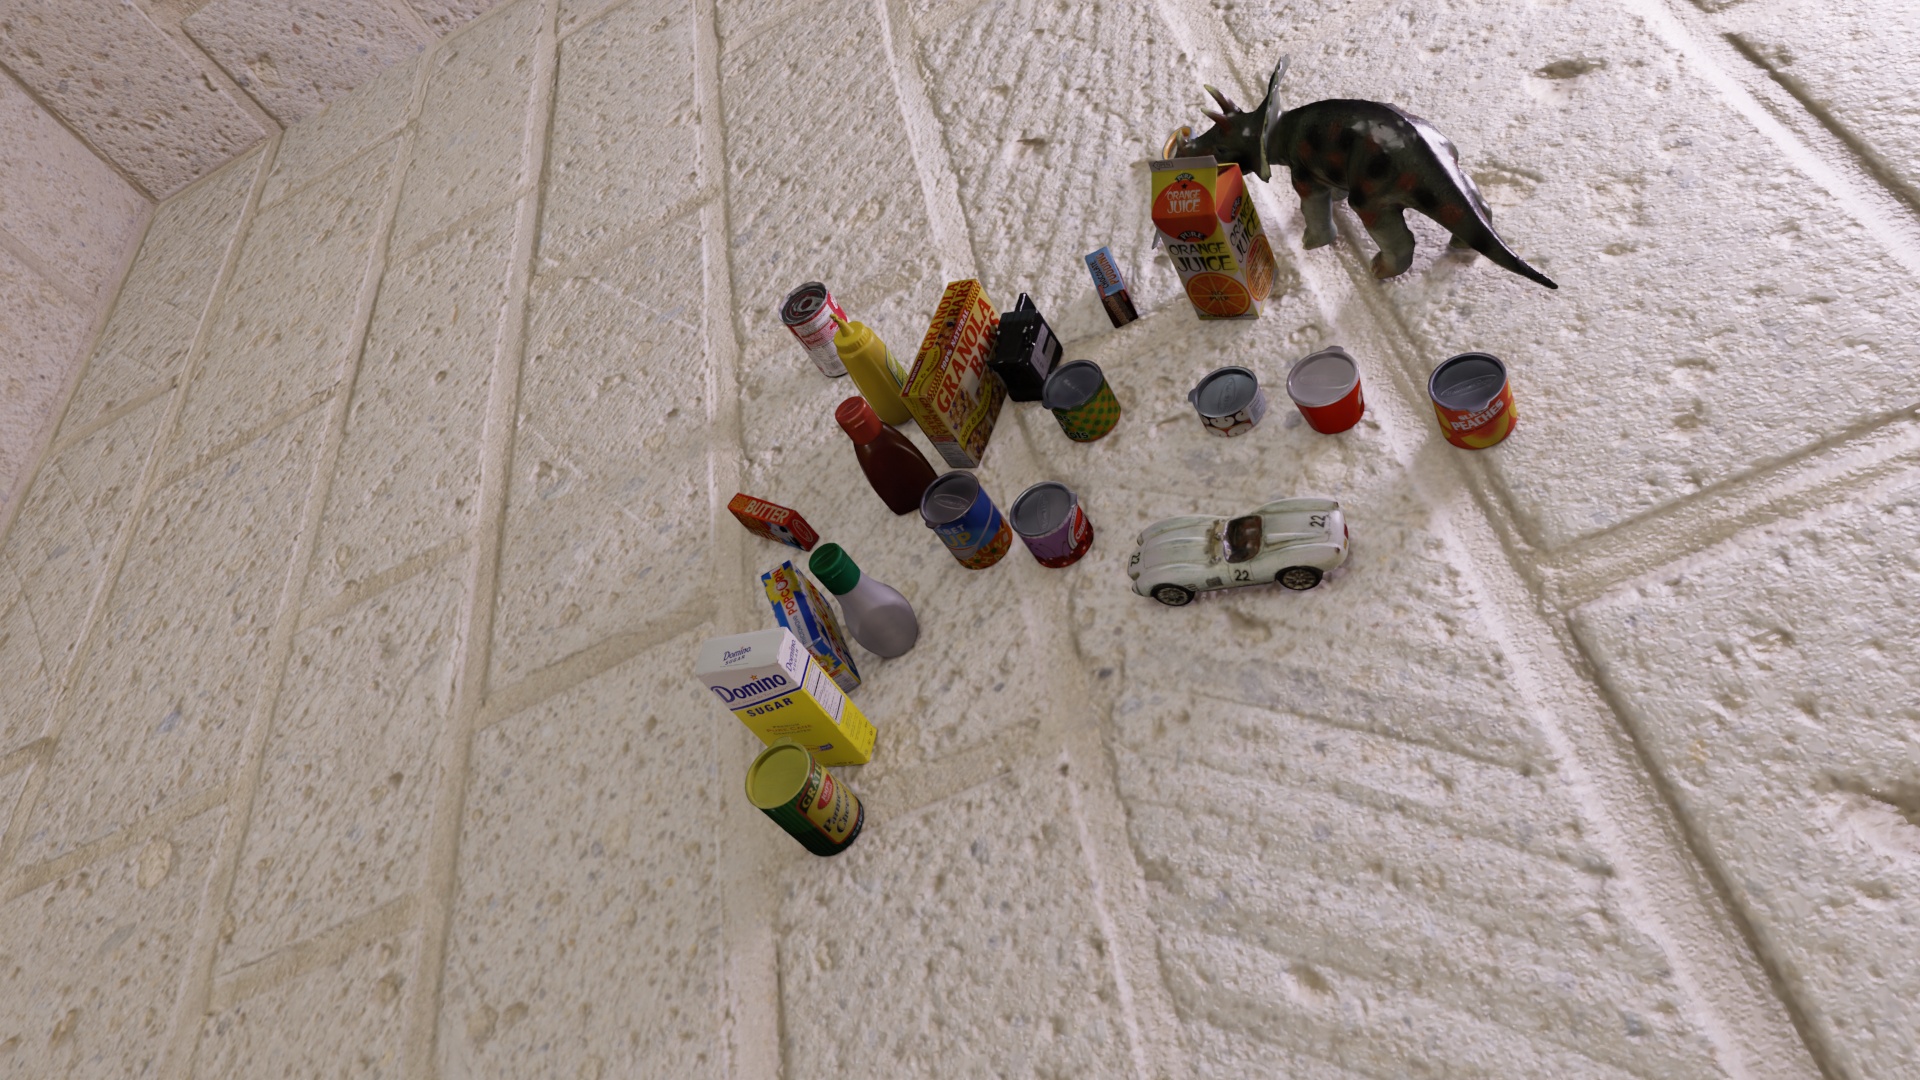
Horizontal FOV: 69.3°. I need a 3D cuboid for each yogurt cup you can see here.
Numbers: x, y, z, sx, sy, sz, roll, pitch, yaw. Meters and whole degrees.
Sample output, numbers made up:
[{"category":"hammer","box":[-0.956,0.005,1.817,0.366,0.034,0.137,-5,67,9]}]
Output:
[{"category":"yogurt cup","box":[0.345,-0.136,1.300,0.072,0.053,0.073,-17,47,20]}]

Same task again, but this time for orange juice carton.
[{"category":"orange juice carton","box":[0.254,-0.314,1.406,0.072,0.192,0.073,5,58,35]}]

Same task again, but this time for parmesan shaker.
[{"category":"parmesan shaker","box":[-0.139,0.233,1.258,0.071,0.102,0.072,-17,47,20]}]

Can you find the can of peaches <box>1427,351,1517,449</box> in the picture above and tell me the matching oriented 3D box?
[{"category":"can of peaches","box":[0.450,-0.120,1.218,0.071,0.058,0.071,-17,47,20]}]

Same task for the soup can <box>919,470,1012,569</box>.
[{"category":"soup can","box":[0.005,-0.017,1.391,0.071,0.083,0.072,-17,47,20]}]

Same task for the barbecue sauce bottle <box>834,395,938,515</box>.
[{"category":"barbecue sauce bottle","box":[-0.080,-0.091,1.460,0.065,0.148,0.044,-33,44,5]}]

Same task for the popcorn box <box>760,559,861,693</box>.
[{"category":"popcorn box","box":[-0.151,0.090,1.398,0.038,0.085,0.127,-33,44,4]}]

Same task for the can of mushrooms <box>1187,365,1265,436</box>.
[{"category":"can of mushrooms","box":[0.262,-0.137,1.367,0.071,0.033,0.071,-17,47,20]}]

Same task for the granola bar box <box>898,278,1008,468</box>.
[{"category":"granola bar box","box":[0.002,-0.179,1.500,0.039,0.123,0.166,0,55,32]}]

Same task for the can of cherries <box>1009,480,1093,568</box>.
[{"category":"can of cherries","box":[0.092,-0.015,1.353,0.071,0.058,0.072,-17,47,20]}]

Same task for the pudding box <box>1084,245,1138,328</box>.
[{"category":"pudding box","box":[0.166,-0.281,1.535,0.030,0.049,0.084,-25,45,13]}]

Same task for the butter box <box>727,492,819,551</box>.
[{"category":"butter box","box":[-0.210,-0.021,1.551,0.103,0.053,0.024,17,65,40]}]

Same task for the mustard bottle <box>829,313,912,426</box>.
[{"category":"mustard bottle","box":[-0.101,-0.198,1.553,0.049,0.159,0.065,-23,46,15]}]

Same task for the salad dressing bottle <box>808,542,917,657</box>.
[{"category":"salad dressing bottle","box":[-0.094,0.058,1.345,0.064,0.147,0.044,-37,44,0]}]

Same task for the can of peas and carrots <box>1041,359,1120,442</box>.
[{"category":"can of peas and carrots","box":[0.124,-0.142,1.439,0.071,0.058,0.071,-17,47,20]}]
